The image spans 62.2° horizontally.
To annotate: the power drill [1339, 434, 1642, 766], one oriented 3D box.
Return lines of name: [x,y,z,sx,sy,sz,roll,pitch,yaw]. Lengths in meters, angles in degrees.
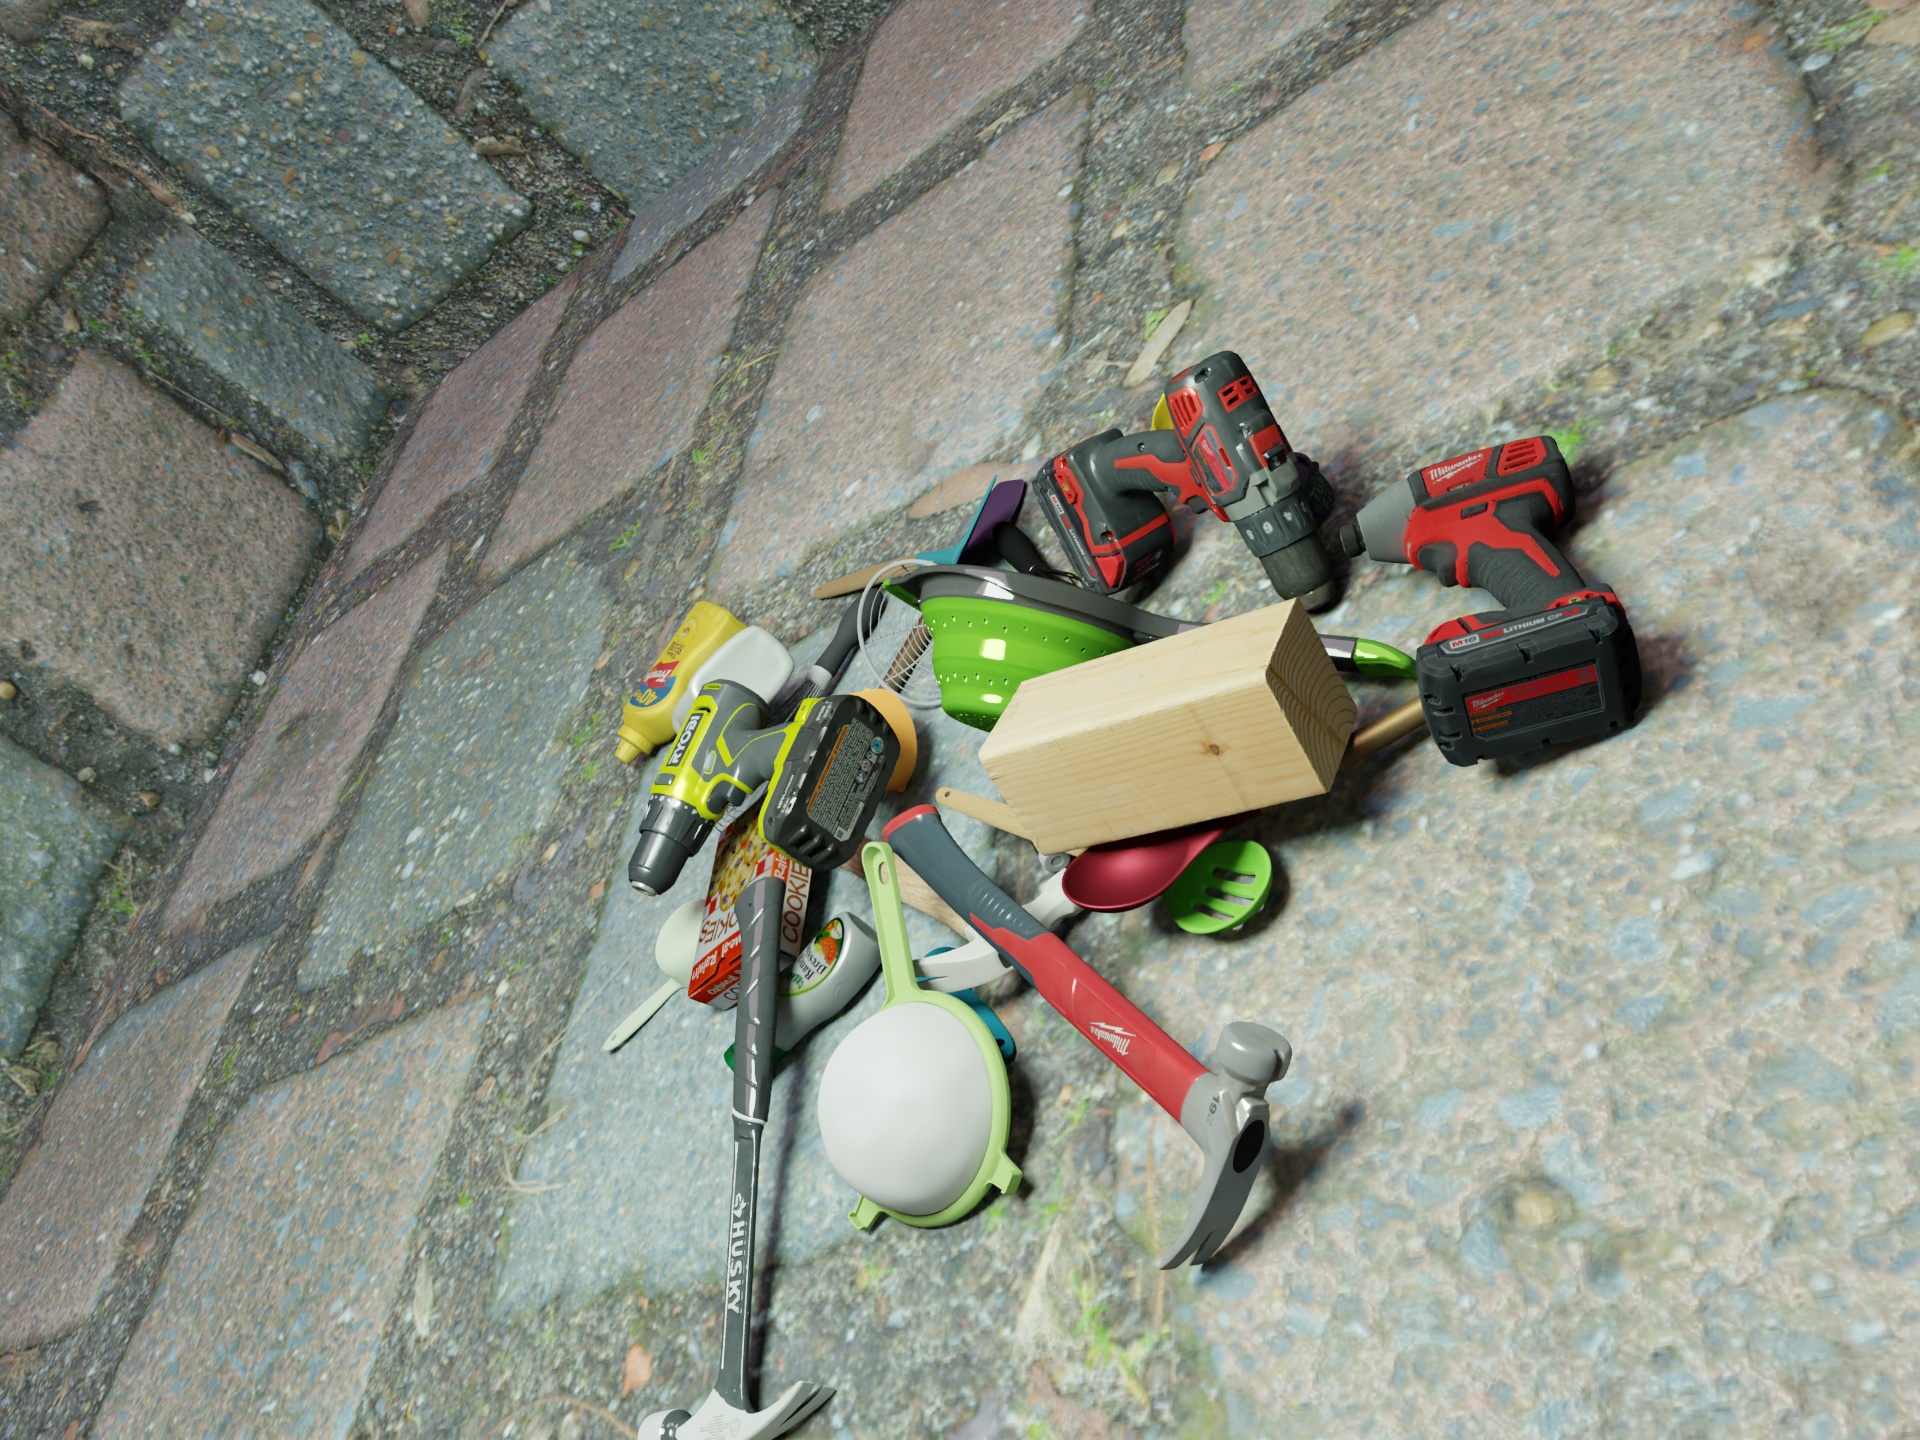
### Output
power drill: [0.311,-0.081,0.951,0.143,0.078,0.220,-16,39,15]

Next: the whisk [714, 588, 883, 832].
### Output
whisk: [-0.150,-0.013,1.493,0.070,0.070,0.285,3,54,52]

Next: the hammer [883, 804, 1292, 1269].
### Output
hammer: [0.050,0.165,0.982,0.387,0.038,0.143,37,116,52]

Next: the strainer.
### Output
strainer: [-0.052,0.200,1.039,0.151,0.069,0.257,-27,65,37]

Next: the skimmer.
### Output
skimmer: [-0.002,-0.004,1.263,0.127,0.090,0.364,-64,27,26]

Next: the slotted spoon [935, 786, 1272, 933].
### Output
slotted spoon: [0.088,0.084,1.085,0.314,0.031,0.070,16,66,47]

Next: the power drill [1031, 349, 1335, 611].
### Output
power drill: [0.168,-0.152,1.166,0.080,0.188,0.227,-33,8,-28]

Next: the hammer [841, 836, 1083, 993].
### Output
hammer: [-0.039,0.126,1.206,0.130,0.031,0.331,-36,24,-18]

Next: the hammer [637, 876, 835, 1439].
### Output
hammer: [-0.147,0.297,1.120,0.149,0.036,0.409,-24,50,31]

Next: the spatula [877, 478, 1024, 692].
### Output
spatula: [-0.024,-0.098,1.454,0.060,0.018,0.316,5,60,54]

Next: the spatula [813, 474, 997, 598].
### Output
spatula: [-0.060,-0.155,1.514,0.317,0.044,0.082,-11,49,53]

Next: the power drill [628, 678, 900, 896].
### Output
power drill: [-0.170,0.058,1.283,0.228,0.080,0.191,-1,59,46]

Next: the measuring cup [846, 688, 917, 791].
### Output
measuring cup: [-0.108,0.036,1.360,0.173,0.052,0.095,-34,72,45]

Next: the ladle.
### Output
ladle: [0.205,0.038,0.986,0.315,0.031,0.069,-31,32,10]

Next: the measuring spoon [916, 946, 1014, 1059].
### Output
measuring spoon: [0.003,0.194,1.107,0.042,0.021,0.129,-34,33,-9]

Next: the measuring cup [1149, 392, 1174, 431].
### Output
measuring cup: [0.164,-0.221,1.357,0.156,0.029,0.062,-54,30,15]

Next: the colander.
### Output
colander: [0.116,-0.026,1.105,0.397,0.204,0.094,9,80,34]

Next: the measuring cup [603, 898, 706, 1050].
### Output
measuring cup: [-0.265,0.224,1.394,0.167,0.038,0.083,-45,32,3]

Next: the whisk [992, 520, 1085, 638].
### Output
whisk: [0.065,-0.125,1.351,0.055,0.055,0.239,-45,29,8]
